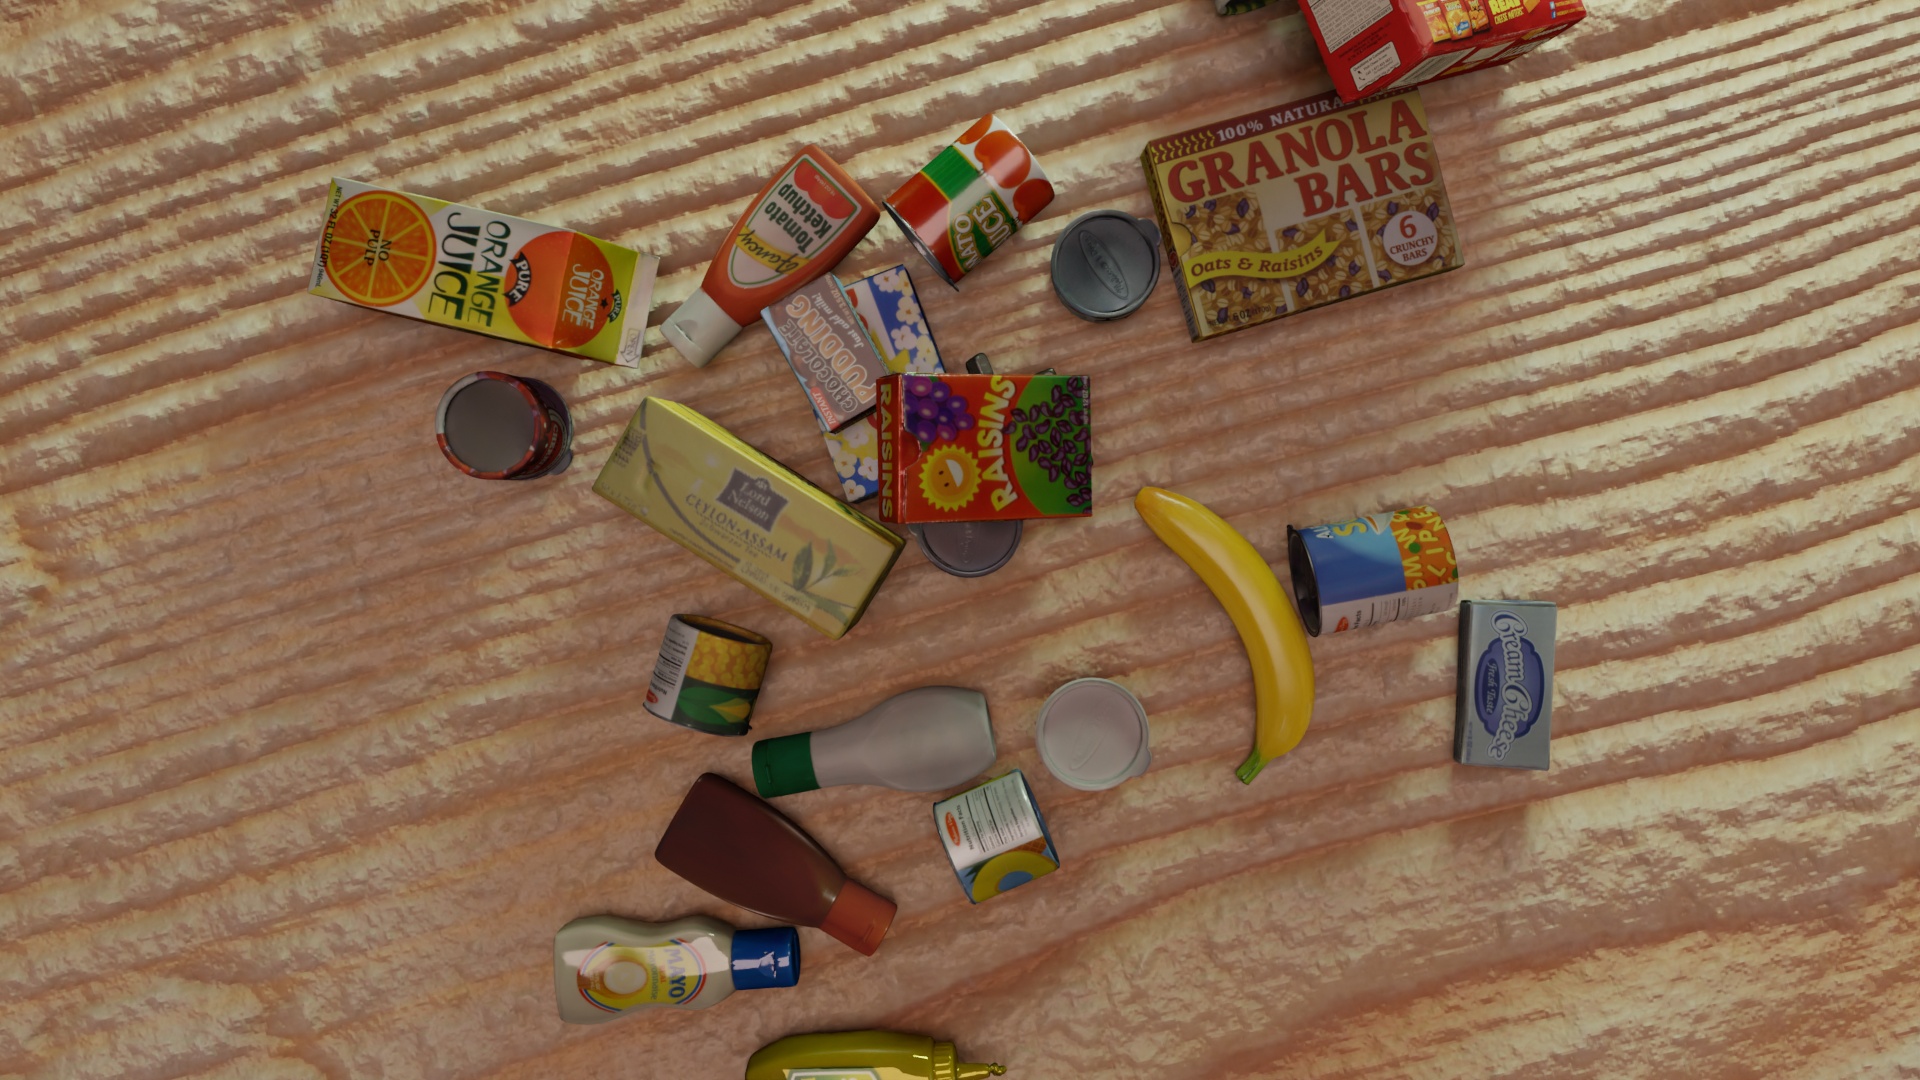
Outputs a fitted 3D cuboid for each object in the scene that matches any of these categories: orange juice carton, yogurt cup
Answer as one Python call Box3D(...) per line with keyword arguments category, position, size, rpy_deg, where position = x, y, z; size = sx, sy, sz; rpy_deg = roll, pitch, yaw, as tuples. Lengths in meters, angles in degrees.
Box3D(category="orange juice carton", position=(-0.282, -0.159, 0.845), size=(0.193, 0.073, 0.071), rpy_deg=(13, 92, 1))
Box3D(category="yogurt cup", position=(0.079, 0.115, 0.850), size=(0.072, 0.054, 0.072), rpy_deg=(0, 92, 2))

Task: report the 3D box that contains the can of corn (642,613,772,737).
Box3D(category="can of corn", position=(-0.152, 0.082, 0.852), size=(0.071, 0.071, 0.058), rpy_deg=(17, 92, 1))

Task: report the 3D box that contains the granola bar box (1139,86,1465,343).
Box3D(category="granola bar box", position=(0.207, -0.202, 0.845), size=(0.165, 0.039, 0.124), rpy_deg=(-16, 91, 2))

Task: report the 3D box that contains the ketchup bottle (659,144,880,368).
Box3D(category="ketchup bottle", position=(-0.121, -0.170, 0.854), size=(0.149, 0.043, 0.065), rpy_deg=(-45, 87, 3))

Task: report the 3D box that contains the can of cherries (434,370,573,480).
Box3D(category="can of cherries", position=(-0.278, -0.068, 0.854), size=(0.071, 0.058, 0.071), rpy_deg=(0, 91, 2))

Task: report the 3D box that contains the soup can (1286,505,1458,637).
Box3D(category="soup can", position=(0.247, 0.015, 0.837), size=(0.084, 0.071, 0.071), rpy_deg=(-11, 91, 2))

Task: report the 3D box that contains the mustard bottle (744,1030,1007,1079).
Box3D(category="mustard bottle", position=(-0.051, 0.336, 0.862), size=(0.160, 0.049, 0.065), rpy_deg=(-8, 93, 2))

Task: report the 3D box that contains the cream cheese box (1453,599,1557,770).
Box3D(category="cream cheese box", position=(0.335, 0.088, 0.856), size=(0.053, 0.024, 0.103), rpy_deg=(2, 92, 1))

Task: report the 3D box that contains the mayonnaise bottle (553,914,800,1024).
Box3D(category="mayonnaise bottle", position=(-0.176, 0.264, 0.868), size=(0.148, 0.041, 0.064), rpy_deg=(-5, 90, 2))

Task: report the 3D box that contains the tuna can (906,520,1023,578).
Box3D(category="tuna can", position=(0.003, -0.011, 0.859), size=(0.071, 0.033, 0.071), rpy_deg=(0, 92, 2))

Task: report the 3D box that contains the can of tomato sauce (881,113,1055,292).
Box3D(category="can of tomato sauce", position=(0.007, -0.204, 0.837), size=(0.083, 0.071, 0.071), rpy_deg=(-40, 90, 2))

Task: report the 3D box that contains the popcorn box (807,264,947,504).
Box3D(category="popcorn box", position=(-0.050, -0.095, 0.856), size=(0.085, 0.038, 0.126), rpy_deg=(-21, 91, 2))

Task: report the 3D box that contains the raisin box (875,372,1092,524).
Box3D(category="raisin box", position=(0.015, -0.054, 0.808), size=(0.123, 0.040, 0.086), rpy_deg=(-2, 94, -24))

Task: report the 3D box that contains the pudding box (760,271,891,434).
Box3D(category="pudding box", position=(-0.076, -0.110, 0.821), size=(0.049, 0.030, 0.083), rpy_deg=(-29, 90, 4))

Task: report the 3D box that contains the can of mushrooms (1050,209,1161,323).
Box3D(category="can of mushrooms", position=(0.090, -0.169, 0.852), size=(0.071, 0.033, 0.071), rpy_deg=(0, 91, 2))

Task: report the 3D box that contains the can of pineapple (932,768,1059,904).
Box3D(category="can of pineapple", position=(0.023, 0.181, 0.849), size=(0.058, 0.071, 0.071), rpy_deg=(-23, 91, 2))

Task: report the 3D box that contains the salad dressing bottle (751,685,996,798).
Box3D(category="salad dressing bottle", position=(-0.053, 0.129, 0.860), size=(0.148, 0.044, 0.064), rpy_deg=(-11, 93, 3))

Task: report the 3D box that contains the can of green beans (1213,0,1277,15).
Box3D(category="can of green beans", position=(0.176, -0.355, 0.829), size=(0.071, 0.071, 0.058), rpy_deg=(-20, 92, 2))

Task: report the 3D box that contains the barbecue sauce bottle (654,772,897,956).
Box3D(category="barbecue sauce bottle", position=(-0.112, 0.206, 0.864), size=(0.148, 0.043, 0.065), rpy_deg=(30, 92, 0))
